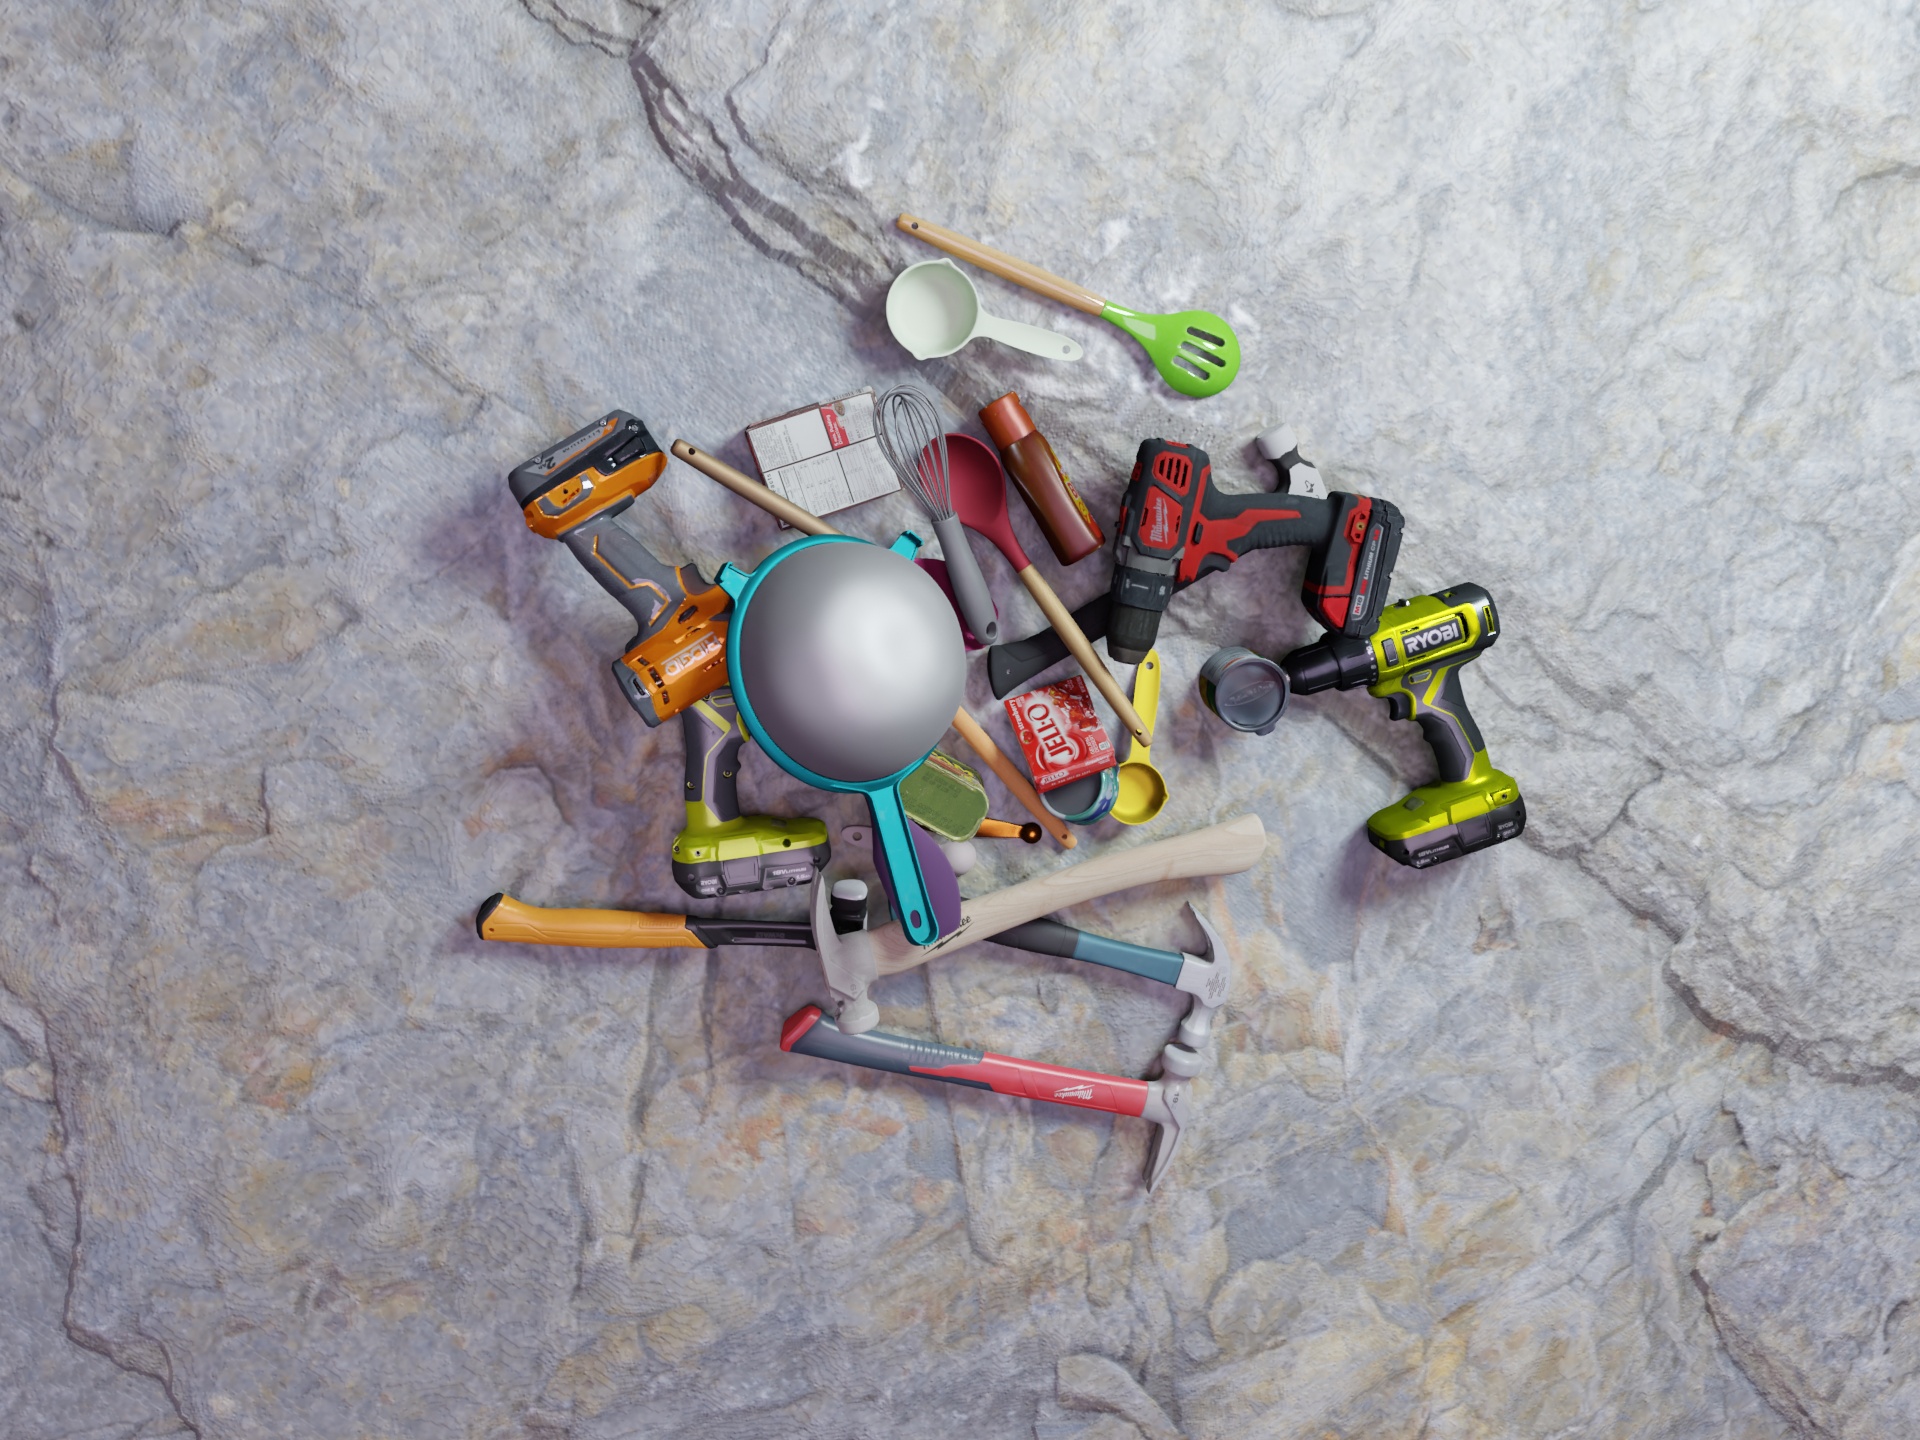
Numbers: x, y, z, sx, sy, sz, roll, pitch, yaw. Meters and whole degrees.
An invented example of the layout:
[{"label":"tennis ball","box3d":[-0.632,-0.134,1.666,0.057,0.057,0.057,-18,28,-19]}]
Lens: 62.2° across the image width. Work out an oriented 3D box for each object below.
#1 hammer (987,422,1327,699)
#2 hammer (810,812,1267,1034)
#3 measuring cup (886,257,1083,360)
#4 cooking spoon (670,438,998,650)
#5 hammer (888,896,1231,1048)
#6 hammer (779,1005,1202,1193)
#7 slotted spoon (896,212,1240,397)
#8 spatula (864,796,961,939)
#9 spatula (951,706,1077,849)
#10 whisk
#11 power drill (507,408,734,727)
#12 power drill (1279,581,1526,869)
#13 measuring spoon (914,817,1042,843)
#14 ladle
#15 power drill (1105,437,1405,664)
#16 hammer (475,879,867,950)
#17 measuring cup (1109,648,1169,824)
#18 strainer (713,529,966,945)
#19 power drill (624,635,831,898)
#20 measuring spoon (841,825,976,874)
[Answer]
[{"label":"hammer","box3d":[0.170,-0.111,1.376,0.335,0.035,0.146,-30,104,1]},{"label":"hammer","box3d":[0.073,0.143,1.380,0.410,0.038,0.146,-16,106,-13]},{"label":"measuring cup","box3d":[0.019,-0.325,1.308,0.167,0.038,0.083,14,101,-11]},{"label":"cooking spoon","box3d":[-0.099,-0.147,1.312,0.318,0.017,0.069,29,75,-25]},{"label":"hammer","box3d":[0.090,0.201,1.442,0.331,0.033,0.128,15,102,-9]},{"label":"hammer","box3d":[0.022,0.337,1.465,0.386,0.038,0.143,12,103,-9]},{"label":"slotted spoon","box3d":[0.093,-0.350,1.316,0.313,0.031,0.070,21,100,-9]},{"label":"spatula","box3d":[-0.081,0.036,1.310,0.060,0.018,0.316,-26,91,6]},{"label":"spatula","box3d":[-0.002,-0.004,1.390,0.081,0.041,0.322,-41,108,2]},{"label":"whisk","box3d":[-0.015,-0.165,1.312,0.055,0.055,0.238,-22,115,-1]},{"label":"power drill","box3d":[-0.239,-0.130,1.274,0.164,0.084,0.226,-32,89,-7]},{"label":"power drill","box3d":[0.396,0.008,1.409,0.190,0.080,0.228,-19,102,-2]},{"label":"measuring spoon","box3d":[0.016,0.096,1.420,0.117,0.011,0.021,7,102,-8]},{"label":"ladle","box3d":[0.070,-0.108,1.342,0.069,0.031,0.315,-34,94,20]},{"label":"power drill","box3d":[0.235,-0.124,1.325,0.226,0.080,0.188,11,101,-5]},{"label":"hammer","box3d":[-0.252,0.190,1.395,0.337,0.034,0.127,4,116,-4]},{"label":"measuring cup","box3d":[0.159,0.014,1.415,0.062,0.029,0.156,7,91,-3]},{"label":"strainer","box3d":[-0.053,0.010,1.244,0.211,0.095,0.340,-15,89,-35]},{"label":"power drill","box3d":[-0.182,0.028,1.351,0.171,0.080,0.223,-8,101,-4]},{"label":"measuring spoon","box3d":[-0.046,0.114,1.414,0.124,0.018,0.034,12,102,-8]}]
